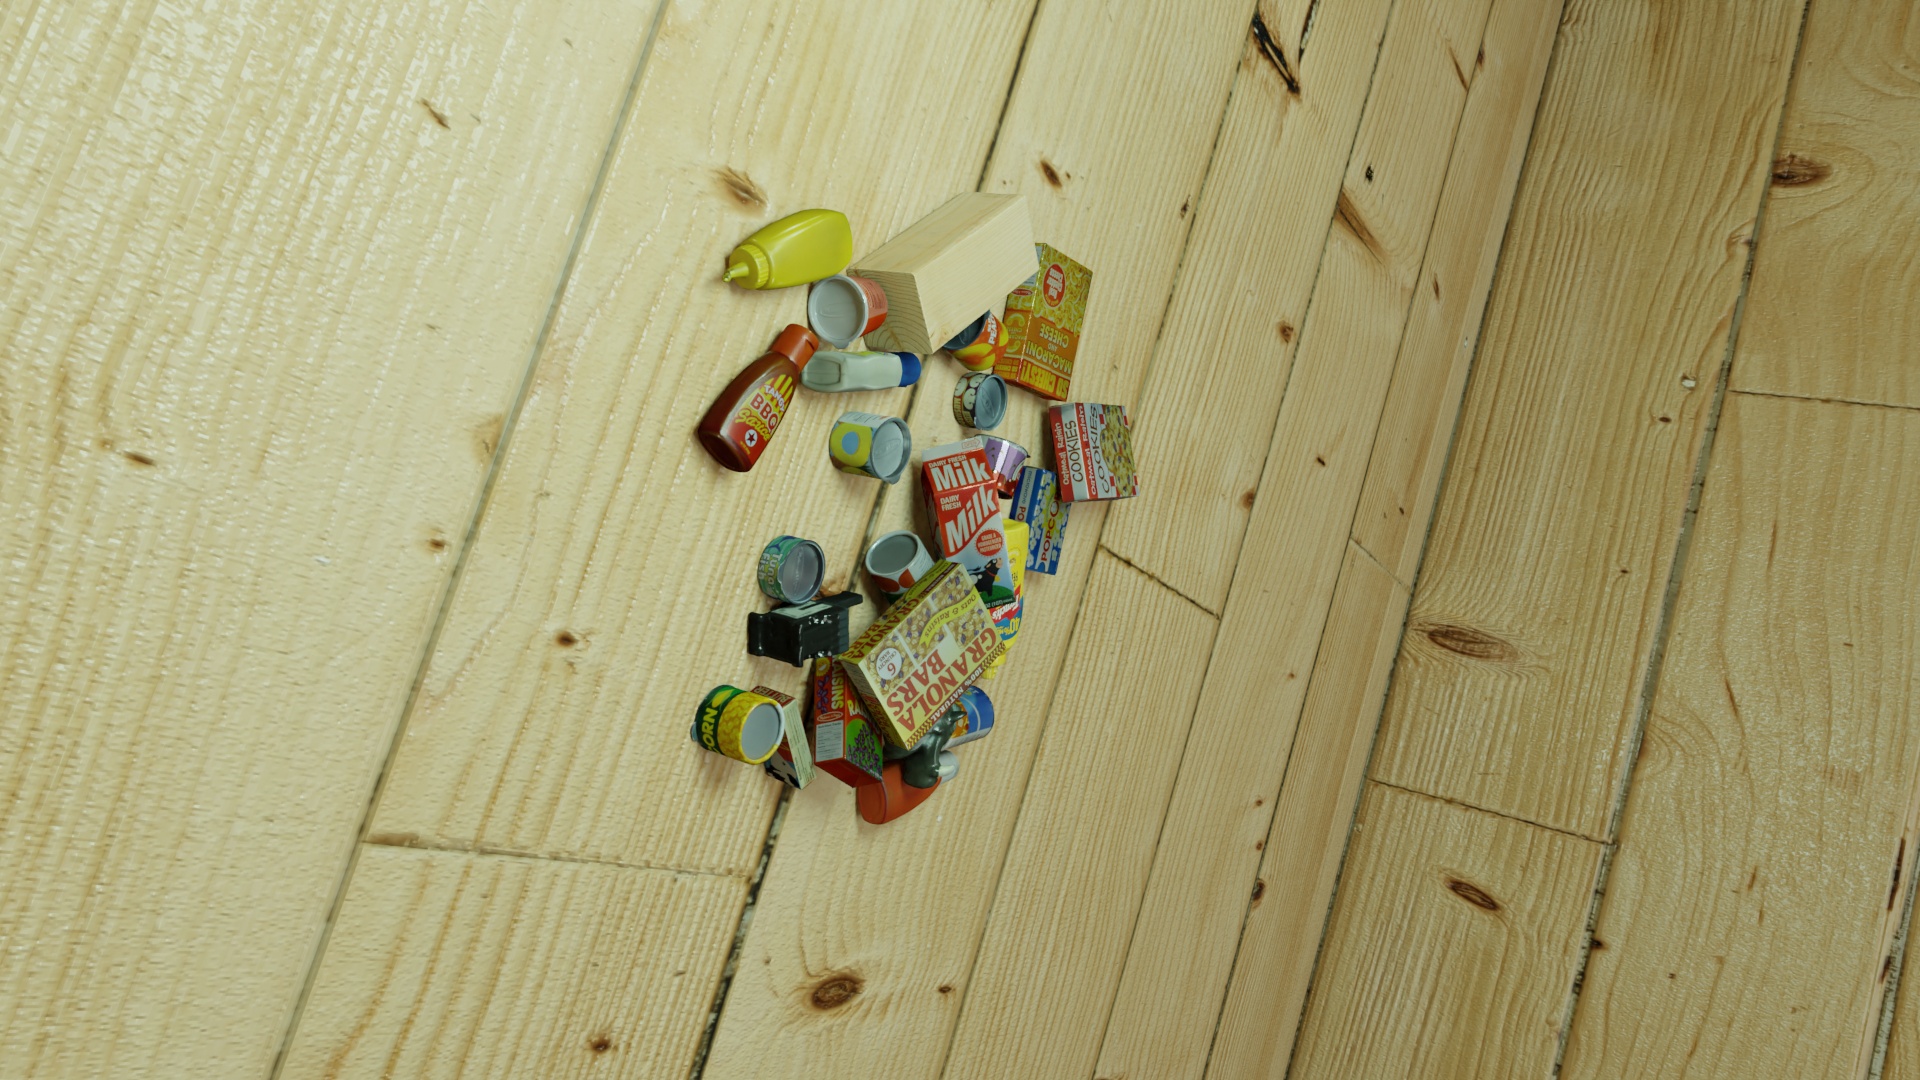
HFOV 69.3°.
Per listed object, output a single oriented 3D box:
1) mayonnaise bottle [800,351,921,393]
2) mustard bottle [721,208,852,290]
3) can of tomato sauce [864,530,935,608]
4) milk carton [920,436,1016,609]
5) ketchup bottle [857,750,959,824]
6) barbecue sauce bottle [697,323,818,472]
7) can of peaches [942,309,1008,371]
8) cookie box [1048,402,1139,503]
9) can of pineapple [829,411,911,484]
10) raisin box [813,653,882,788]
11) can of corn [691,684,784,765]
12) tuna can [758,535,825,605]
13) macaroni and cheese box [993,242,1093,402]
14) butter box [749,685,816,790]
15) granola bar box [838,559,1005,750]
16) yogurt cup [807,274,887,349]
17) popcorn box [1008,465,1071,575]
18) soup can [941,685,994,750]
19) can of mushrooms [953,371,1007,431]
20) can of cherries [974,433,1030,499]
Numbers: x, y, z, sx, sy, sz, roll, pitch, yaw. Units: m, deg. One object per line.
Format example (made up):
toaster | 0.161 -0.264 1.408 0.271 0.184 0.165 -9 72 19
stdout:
mayonnaise bottle | -0.095 -0.172 1.403 0.148 0.065 0.041 -15 108 -57
mustard bottle | -0.166 -0.263 1.281 0.161 0.049 0.065 -32 125 -46
can of tomato sauce | -0.060 0.039 1.512 0.071 0.071 0.082 -58 141 -27
milk carton | 0.006 -0.019 1.549 0.072 0.073 0.189 -15 111 -9
ketchup bottle | -0.057 0.278 1.605 0.149 0.043 0.064 -12 102 -54
barbecue sauce bottle | -0.184 -0.138 1.296 0.149 0.043 0.064 -60 141 -25
can of peaches | 0.014 -0.228 1.533 0.058 0.071 0.071 35 71 -55
cookie box | 0.172 -0.112 1.781 0.168 0.040 0.123 -6 86 -61
can of pineapple | -0.093 -0.096 1.428 0.071 0.058 0.070 -22 118 -51
raisin box | -0.117 0.186 1.451 0.086 0.040 0.124 45 36 -53
can of corn | -0.213 0.178 1.335 0.071 0.058 0.071 -22 117 -51
tuna can | -0.169 0.029 1.377 0.071 0.033 0.071 -22 117 -51
macaroni and cheese box | 0.100 -0.261 1.675 0.124 0.040 0.166 13 88 -56
butter box | -0.180 0.197 1.394 0.024 0.053 0.103 -37 128 -40
granola bar box | -0.038 0.119 1.467 0.166 0.039 0.123 -44 122 -29
yogurt cup | -0.108 -0.229 1.364 0.054 0.072 0.072 -26 121 -59
popcorn box | 0.098 -0.025 1.745 0.085 0.038 0.126 14 88 -57
soup can | -0.011 0.207 1.633 0.084 0.071 0.071 -6 105 -54
can of mushrooms | 0.022 -0.159 1.598 0.071 0.033 0.070 -23 119 -51
can of cherries | 0.041 -0.084 1.615 0.071 0.071 0.058 32 73 -54
